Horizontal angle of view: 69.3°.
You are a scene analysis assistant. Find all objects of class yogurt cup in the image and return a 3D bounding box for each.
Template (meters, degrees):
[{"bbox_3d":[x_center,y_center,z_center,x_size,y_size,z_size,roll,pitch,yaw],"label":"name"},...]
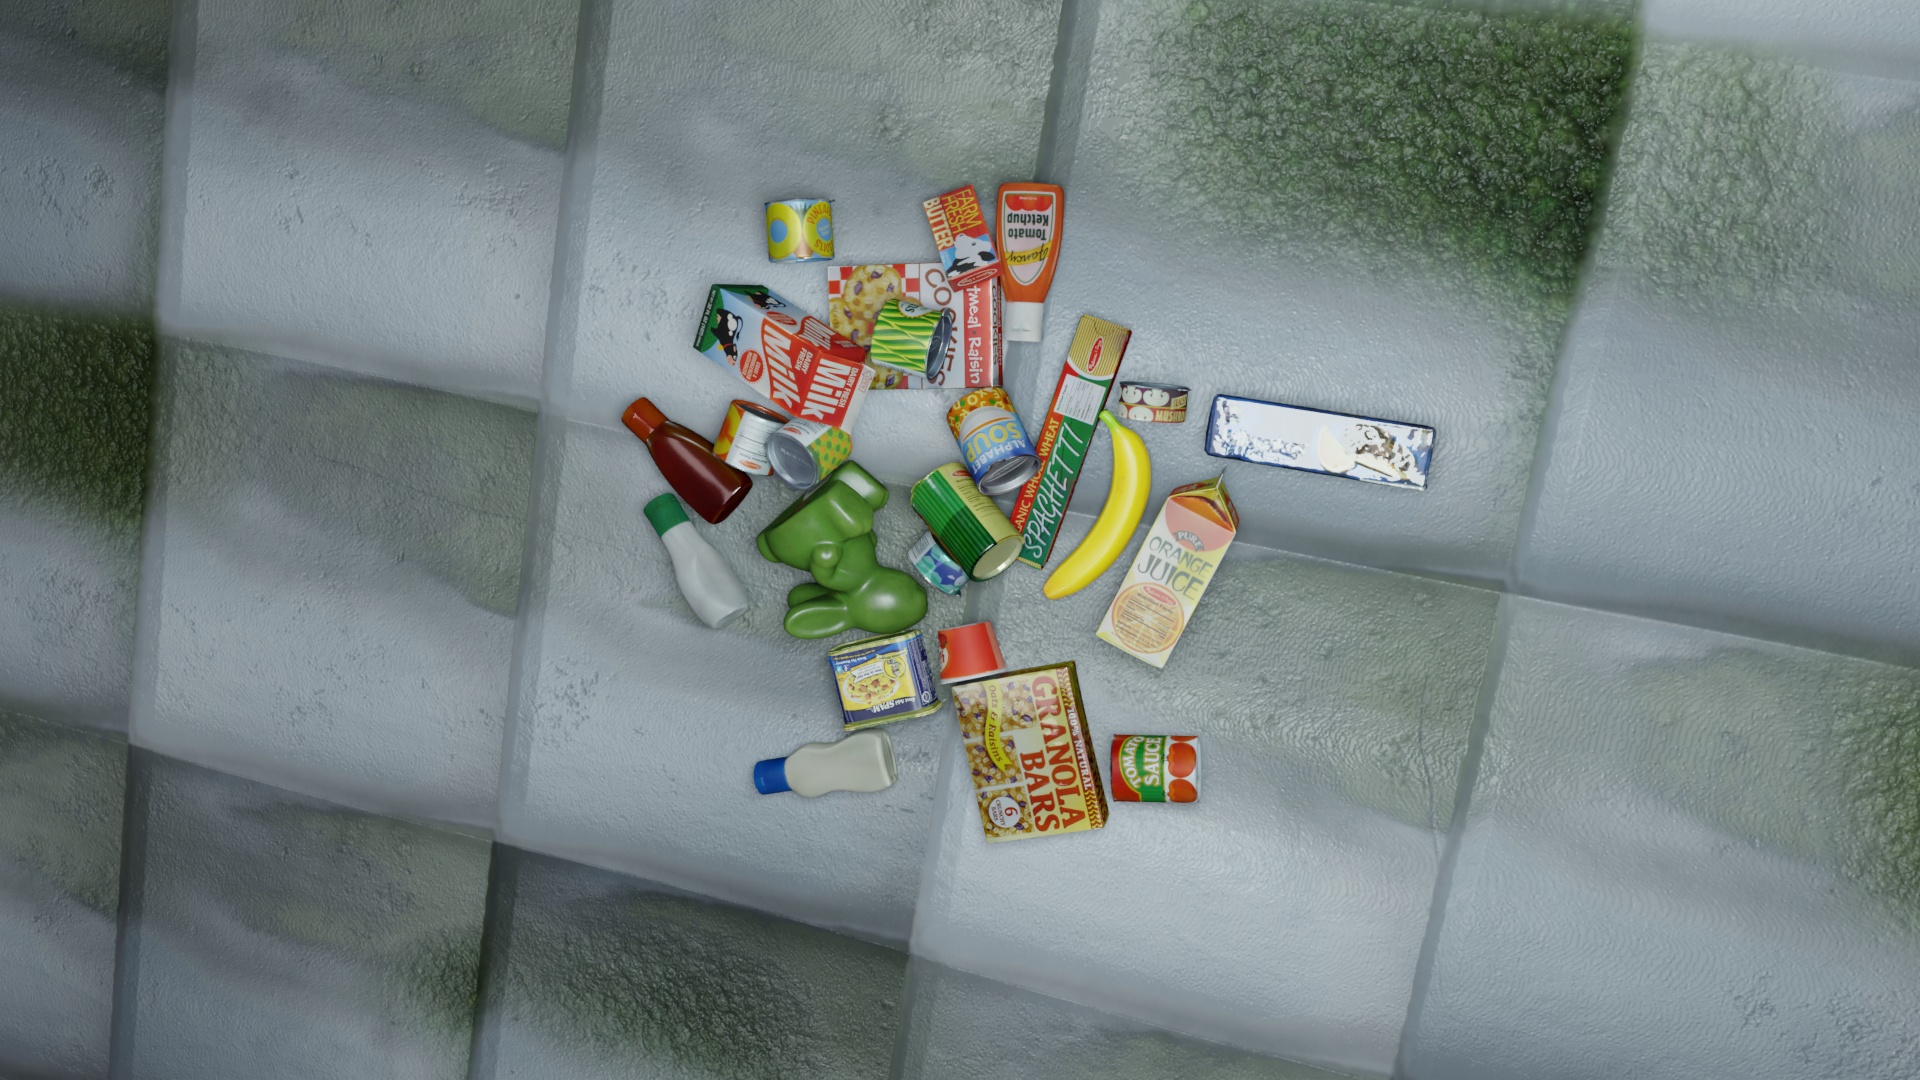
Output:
[{"bbox_3d":[0.009,0.111,1.387,0.072,0.072,0.054,-12,87,15],"label":"yogurt cup"}]

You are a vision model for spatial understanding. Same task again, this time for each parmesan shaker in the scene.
[{"bbox_3d":[0.005,-0.017,1.348,0.071,0.071,0.103,-47,62,15],"label":"parmesan shaker"}]

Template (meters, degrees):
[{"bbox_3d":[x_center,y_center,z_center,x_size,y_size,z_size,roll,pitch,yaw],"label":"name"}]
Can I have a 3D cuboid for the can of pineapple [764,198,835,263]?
[{"bbox_3d":[-0.157,-0.305,1.371,0.071,0.071,0.057,-2,98,14],"label":"can of pineapple"}]

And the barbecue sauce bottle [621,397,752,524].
[{"bbox_3d":[-0.288,-0.087,1.444,0.148,0.044,0.064,43,106,6],"label":"barbecue sauce bottle"}]

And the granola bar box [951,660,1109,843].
[{"bbox_3d":[0.071,0.213,1.397,0.124,0.039,0.165,-12,94,16],"label":"granola bar box"}]

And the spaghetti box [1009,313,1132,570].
[{"bbox_3d":[0.101,-0.095,1.354,0.050,0.029,0.249,21,102,10],"label":"spaghetti box"}]

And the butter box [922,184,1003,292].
[{"bbox_3d":[0.002,-0.290,1.326,0.053,0.024,0.104,-19,61,5],"label":"butter box"}]

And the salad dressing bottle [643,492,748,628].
[{"bbox_3d":[-0.278,0.019,1.449,0.043,0.064,0.148,-40,78,32],"label":"salad dressing bottle"}]

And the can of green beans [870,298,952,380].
[{"bbox_3d":[-0.046,-0.191,1.316,0.058,0.071,0.071,18,101,12],"label":"can of green beans"}]

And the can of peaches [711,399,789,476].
[{"bbox_3d":[-0.213,-0.106,1.413,0.071,0.071,0.058,25,103,9],"label":"can of peaches"}]

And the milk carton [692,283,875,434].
[{"bbox_3d":[-0.164,-0.178,1.354,0.191,0.074,0.072,35,116,25],"label":"milk carton"}]

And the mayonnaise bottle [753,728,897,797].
[{"bbox_3d":[-0.143,0.238,1.453,0.148,0.041,0.064,-11,93,16],"label":"mayonnaise bottle"}]

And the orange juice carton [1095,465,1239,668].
[{"bbox_3d":[0.207,0.017,1.321,0.073,0.072,0.192,28,103,9],"label":"orange juice carton"}]

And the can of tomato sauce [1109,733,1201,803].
[{"bbox_3d":[0.190,0.222,1.353,0.083,0.071,0.071,-1,97,14],"label":"can of tomato sauce"}]

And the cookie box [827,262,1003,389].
[{"bbox_3d":[-0.044,-0.211,1.370,0.167,0.040,0.122,1,98,15],"label":"cookie box"}]

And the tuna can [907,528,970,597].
[{"bbox_3d":[-0.016,0.022,1.380,0.071,0.071,0.032,44,105,5],"label":"tuna can"}]

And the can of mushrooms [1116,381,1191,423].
[{"bbox_3d":[0.183,-0.131,1.309,0.071,0.071,0.033,7,100,13],"label":"can of mushrooms"}]

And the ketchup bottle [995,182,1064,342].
[{"bbox_3d":[0.064,-0.266,1.333,0.065,0.043,0.148,4,99,7],"label":"ketchup bottle"}]

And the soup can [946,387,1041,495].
[{"bbox_3d":[0.031,-0.097,1.335,0.071,0.071,0.084,-32,65,16],"label":"soup can"}]

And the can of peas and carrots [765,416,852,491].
[{"bbox_3d":[-0.150,-0.091,1.382,0.071,0.059,0.070,24,137,25],"label":"can of peas and carrots"}]
